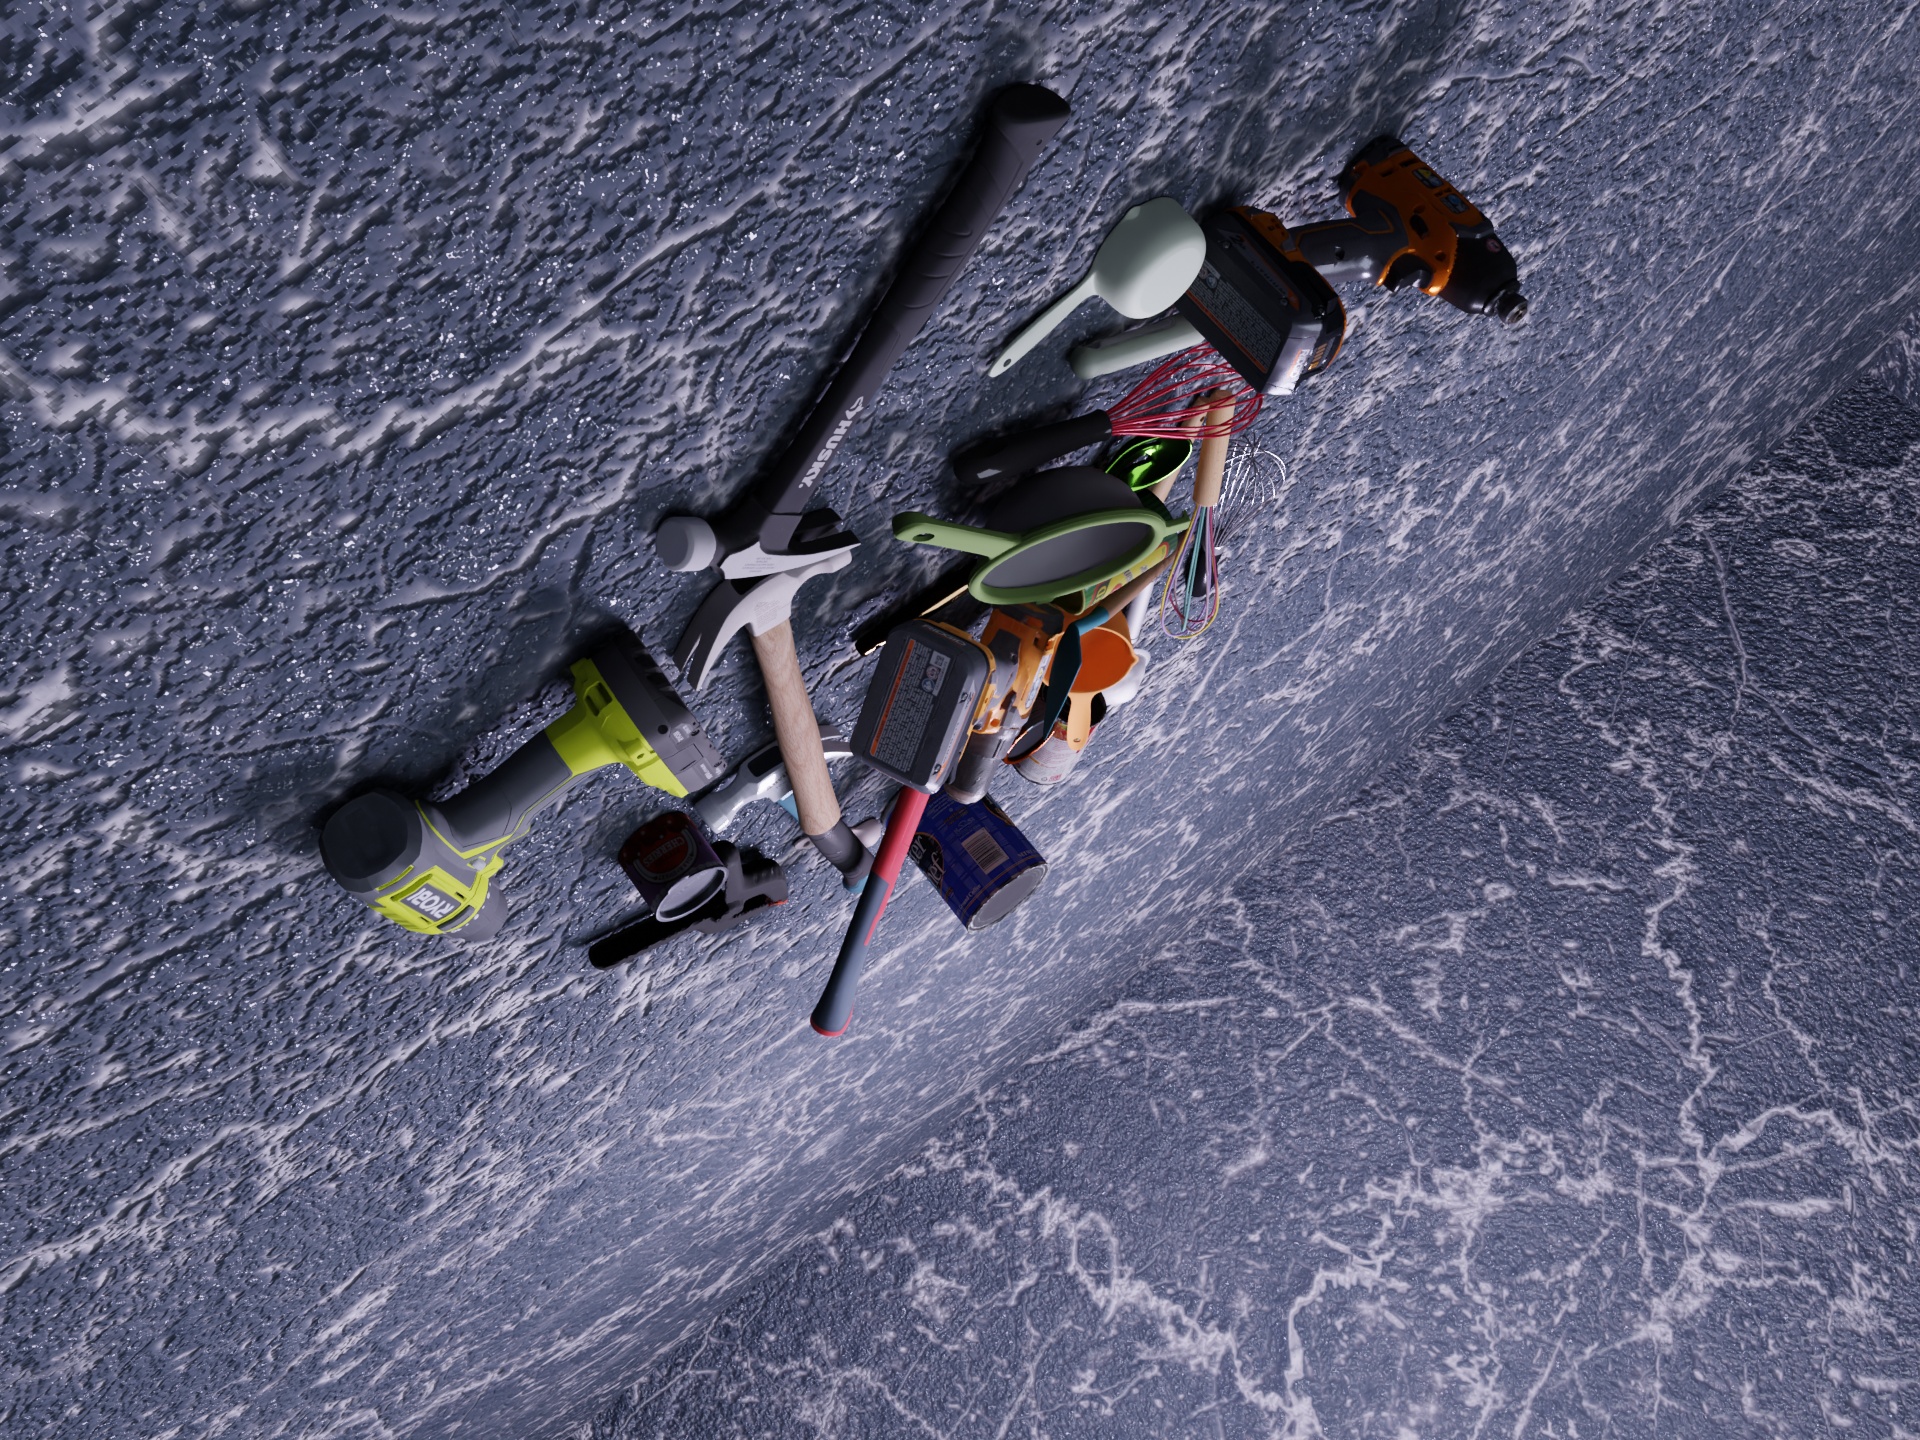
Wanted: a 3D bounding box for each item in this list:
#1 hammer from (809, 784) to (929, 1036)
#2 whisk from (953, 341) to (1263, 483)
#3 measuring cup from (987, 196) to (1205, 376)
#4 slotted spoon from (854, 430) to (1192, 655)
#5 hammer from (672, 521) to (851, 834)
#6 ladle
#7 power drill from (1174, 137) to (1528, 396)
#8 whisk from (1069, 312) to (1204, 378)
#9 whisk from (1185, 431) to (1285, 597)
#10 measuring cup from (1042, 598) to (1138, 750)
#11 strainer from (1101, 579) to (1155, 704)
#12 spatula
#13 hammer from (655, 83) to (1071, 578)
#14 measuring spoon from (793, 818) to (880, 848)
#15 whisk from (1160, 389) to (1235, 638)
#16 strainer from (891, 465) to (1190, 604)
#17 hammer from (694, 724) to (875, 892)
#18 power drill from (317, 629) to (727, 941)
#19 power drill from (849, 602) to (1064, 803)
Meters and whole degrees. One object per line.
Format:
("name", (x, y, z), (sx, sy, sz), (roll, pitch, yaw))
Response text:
("hammer", (-0.079, 0.147, 1.447), (0.143, 0.038, 0.386), (-31, 148, -55))
("whisk", (0.118, -0.220, 1.155), (0.296, 0.073, 0.073), (-22, 154, -28))
("measuring cup", (0.091, -0.267, 1.028), (0.167, 0.038, 0.083), (-41, 160, -5))
("slotted spoon", (0.049, -0.141, 1.242), (0.314, 0.031, 0.070), (-34, 158, -11))
("hammer", (-0.125, -0.006, 1.158), (0.130, 0.031, 0.331), (-32, 151, -16))
("ladle", (0.150, -0.159, 1.387), (0.069, 0.031, 0.315), (-24, 153, -36))
("power drill", (0.278, -0.308, 1.100), (0.226, 0.164, 0.084), (-28, 157, -25))
("whisk", (0.174, -0.286, 1.142), (0.246, 0.058, 0.059), (-24, 121, -30))
("whisk", (0.240, -0.180, 1.464), (0.070, 0.070, 0.284), (-35, 165, -14))
("measuring cup", (0.108, -0.044, 1.447), (0.095, 0.052, 0.173), (-2, 141, -2))
("strainer", (0.164, -0.078, 1.563), (0.087, 0.050, 0.258), (-18, 150, -17))
("spatula", (0.140, -0.094, 1.353), (0.317, 0.044, 0.082), (-43, 161, -47))
("hammer", (-0.043, -0.213, 0.913), (0.146, 0.035, 0.334), (-9, 143, -54))
("measuring spoon", (-0.114, 0.114, 1.499), (0.034, 0.018, 0.124), (-50, 157, 25))
("whisk", (0.210, -0.171, 1.362), (0.051, 0.047, 0.244), (-59, 159, -48))
("strainer", (0.036, -0.146, 1.131), (0.151, 0.069, 0.256), (-27, 162, 36))
("hammer", (-0.123, 0.093, 1.393), (0.128, 0.033, 0.330), (-39, 156, -5))
("power drill", (-0.270, 0.056, 1.018), (0.228, 0.080, 0.190), (-35, 159, -7))
("power drill", (-0.002, -0.004, 1.261), (0.226, 0.084, 0.185), (-22, 135, -65))
